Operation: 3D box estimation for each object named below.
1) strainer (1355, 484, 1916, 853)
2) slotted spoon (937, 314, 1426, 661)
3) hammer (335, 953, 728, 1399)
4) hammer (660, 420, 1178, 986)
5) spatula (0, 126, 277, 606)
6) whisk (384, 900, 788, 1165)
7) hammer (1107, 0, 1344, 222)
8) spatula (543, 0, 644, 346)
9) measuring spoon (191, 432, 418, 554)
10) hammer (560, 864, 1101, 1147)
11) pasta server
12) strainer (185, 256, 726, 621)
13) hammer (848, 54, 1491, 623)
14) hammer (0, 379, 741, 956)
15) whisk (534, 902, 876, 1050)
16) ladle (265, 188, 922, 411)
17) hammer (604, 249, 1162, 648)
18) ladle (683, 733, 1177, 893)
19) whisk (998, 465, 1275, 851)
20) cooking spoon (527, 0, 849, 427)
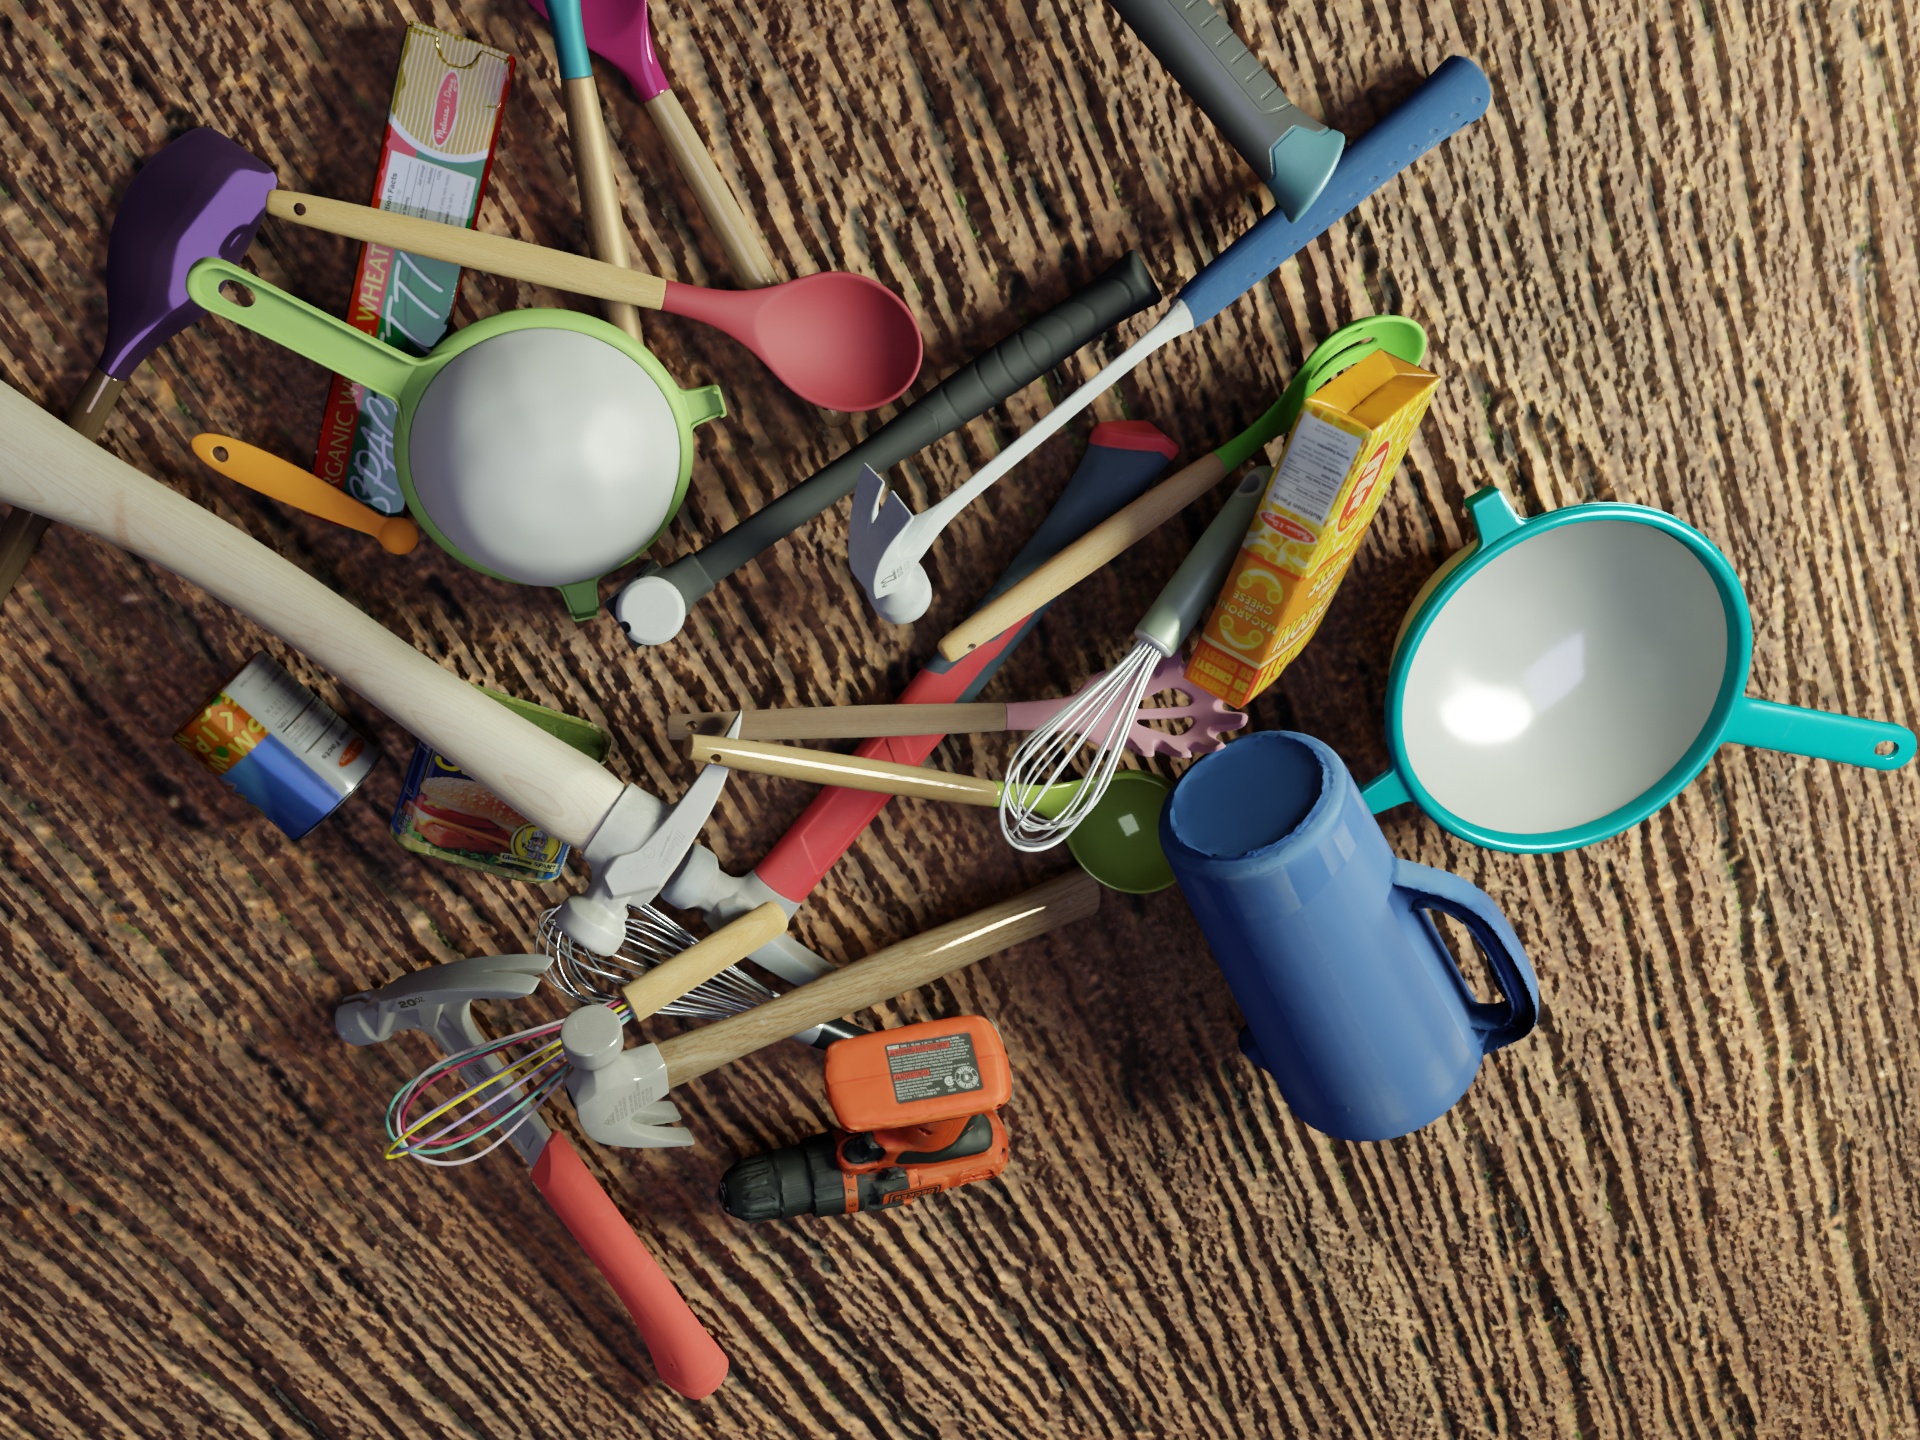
[{"bbox_3d":[0.393,-0.025,0.933,0.340,0.095,0.211,9,113,-14],"label":"strainer"},{"bbox_3d":[0.117,-0.125,0.854,0.314,0.031,0.070,-35,146,-6],"label":"slotted spoon"},{"bbox_3d":[-0.230,0.291,0.979,0.149,0.037,0.358,-14,118,24],"label":"hammer"},{"bbox_3d":[-0.001,-0.006,0.913,0.143,0.038,0.386,36,103,-20],"label":"hammer"},{"bbox_3d":[-0.442,-0.155,0.801,0.059,0.018,0.316,33,103,-14],"label":"spatula"},{"bbox_3d":[-0.202,0.168,0.871,0.245,0.051,0.047,-30,137,-23],"label":"whisk"},{"bbox_3d":[0.062,-0.371,0.739,0.128,0.033,0.331,-42,96,9],"label":"hammer"},{"bbox_3d":[-0.182,-0.280,0.765,0.082,0.044,0.317,-9,118,-6],"label":"spatula"},{"bbox_3d":[-0.332,-0.114,0.804,0.116,0.011,0.021,26,107,-15],"label":"measuring spoon"},{"bbox_3d":[-0.063,0.155,0.911,0.331,0.031,0.130,-19,141,-23],"label":"hammer"},{"bbox_3d":[-0.001,-0.003,0.873,0.316,0.040,0.060,-2,80,-8],"label":"pasta server"},{"bbox_3d":[-0.246,-0.144,0.771,0.256,0.069,0.151,26,109,-31],"label":"strainer"},{"bbox_3d":[0.105,-0.200,0.801,0.405,0.144,0.035,-40,78,-4],"label":"hammer"},{"bbox_3d":[-0.309,-0.049,0.805,0.410,0.038,0.146,34,90,-9],"label":"hammer"},{"bbox_3d":[-0.122,0.171,0.959,0.284,0.070,0.070,26,106,-23],"label":"whisk"},{"bbox_3d":[-0.172,-0.213,0.780,0.315,0.031,0.069,10,104,-17],"label":"ladle"},{"bbox_3d":[-0.036,-0.143,0.823,0.335,0.146,0.035,-35,102,-6],"label":"hammer"},{"bbox_3d":[-0.001,0.045,0.875,0.320,0.062,0.078,11,122,-33],"label":"ladle"},{"bbox_3d":[0.098,-0.034,0.845,0.059,0.058,0.246,39,86,-38],"label":"whisk"},{"bbox_3d":[-0.138,-0.287,0.792,0.069,0.017,0.318,-23,113,16],"label":"cooking spoon"}]
